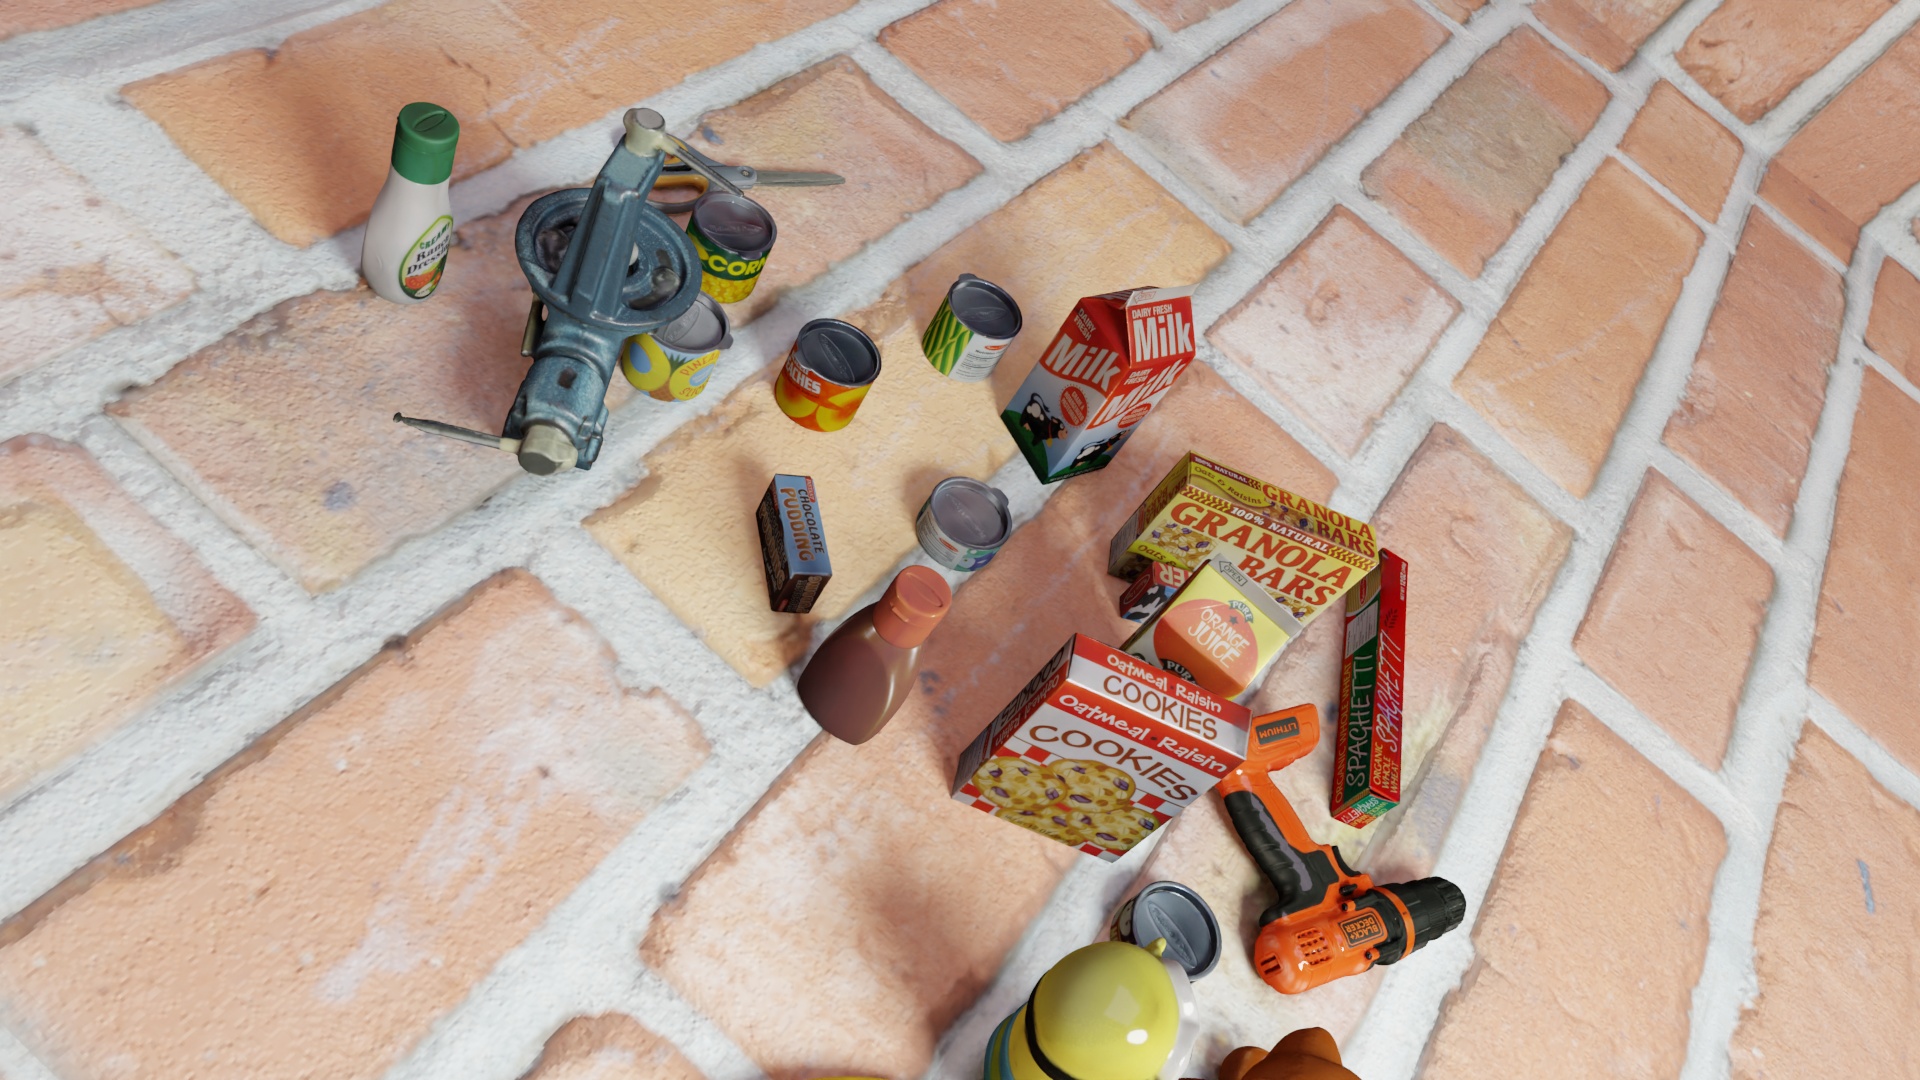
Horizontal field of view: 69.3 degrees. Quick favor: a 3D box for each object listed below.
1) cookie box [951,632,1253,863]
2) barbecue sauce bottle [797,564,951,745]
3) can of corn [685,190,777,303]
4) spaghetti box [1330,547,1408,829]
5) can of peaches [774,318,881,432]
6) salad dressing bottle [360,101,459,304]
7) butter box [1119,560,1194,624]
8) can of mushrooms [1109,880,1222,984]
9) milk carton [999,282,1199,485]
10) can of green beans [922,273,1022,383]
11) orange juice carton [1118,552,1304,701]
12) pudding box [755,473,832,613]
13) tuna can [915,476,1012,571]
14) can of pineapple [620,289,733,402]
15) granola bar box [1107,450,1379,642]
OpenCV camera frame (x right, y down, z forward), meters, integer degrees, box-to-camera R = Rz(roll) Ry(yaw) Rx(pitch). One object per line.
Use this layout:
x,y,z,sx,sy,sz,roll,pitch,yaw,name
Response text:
0.085,0.134,0.875,0.123,0.166,0.040,24,48,-11,cookie box
-0.051,0.069,0.862,0.065,0.147,0.044,44,47,7,barbecue sauce bottle
-0.181,-0.224,1.073,0.071,0.058,0.071,15,51,-19,can of corn
0.327,0.112,1.104,0.029,0.050,0.251,27,48,-9,spaghetti box
-0.102,-0.123,1.040,0.071,0.057,0.071,15,51,-19,can of peaches
-0.358,-0.219,0.911,0.044,0.147,0.064,36,47,0,salad dressing bottle
0.180,0.050,1.068,0.103,0.052,0.024,16,50,-18,butter box
0.131,0.258,0.897,0.071,0.033,0.071,15,50,-19,can of mushrooms
0.112,-0.131,1.075,0.072,0.189,0.073,-15,65,-36,milk carton
0.009,-0.172,1.139,0.071,0.057,0.071,15,51,-19,can of green beans
0.149,0.082,0.932,0.072,0.191,0.073,42,47,5,orange juice carton
-0.114,0.002,0.945,0.030,0.049,0.084,3,55,-27,pudding box
0.004,-0.013,1.033,0.071,0.032,0.071,15,50,-19,tuna can
-0.204,-0.140,0.997,0.071,0.057,0.071,15,51,-19,can of pineapple
0.216,0.007,1.072,0.165,0.123,0.039,21,49,-14,granola bar box
